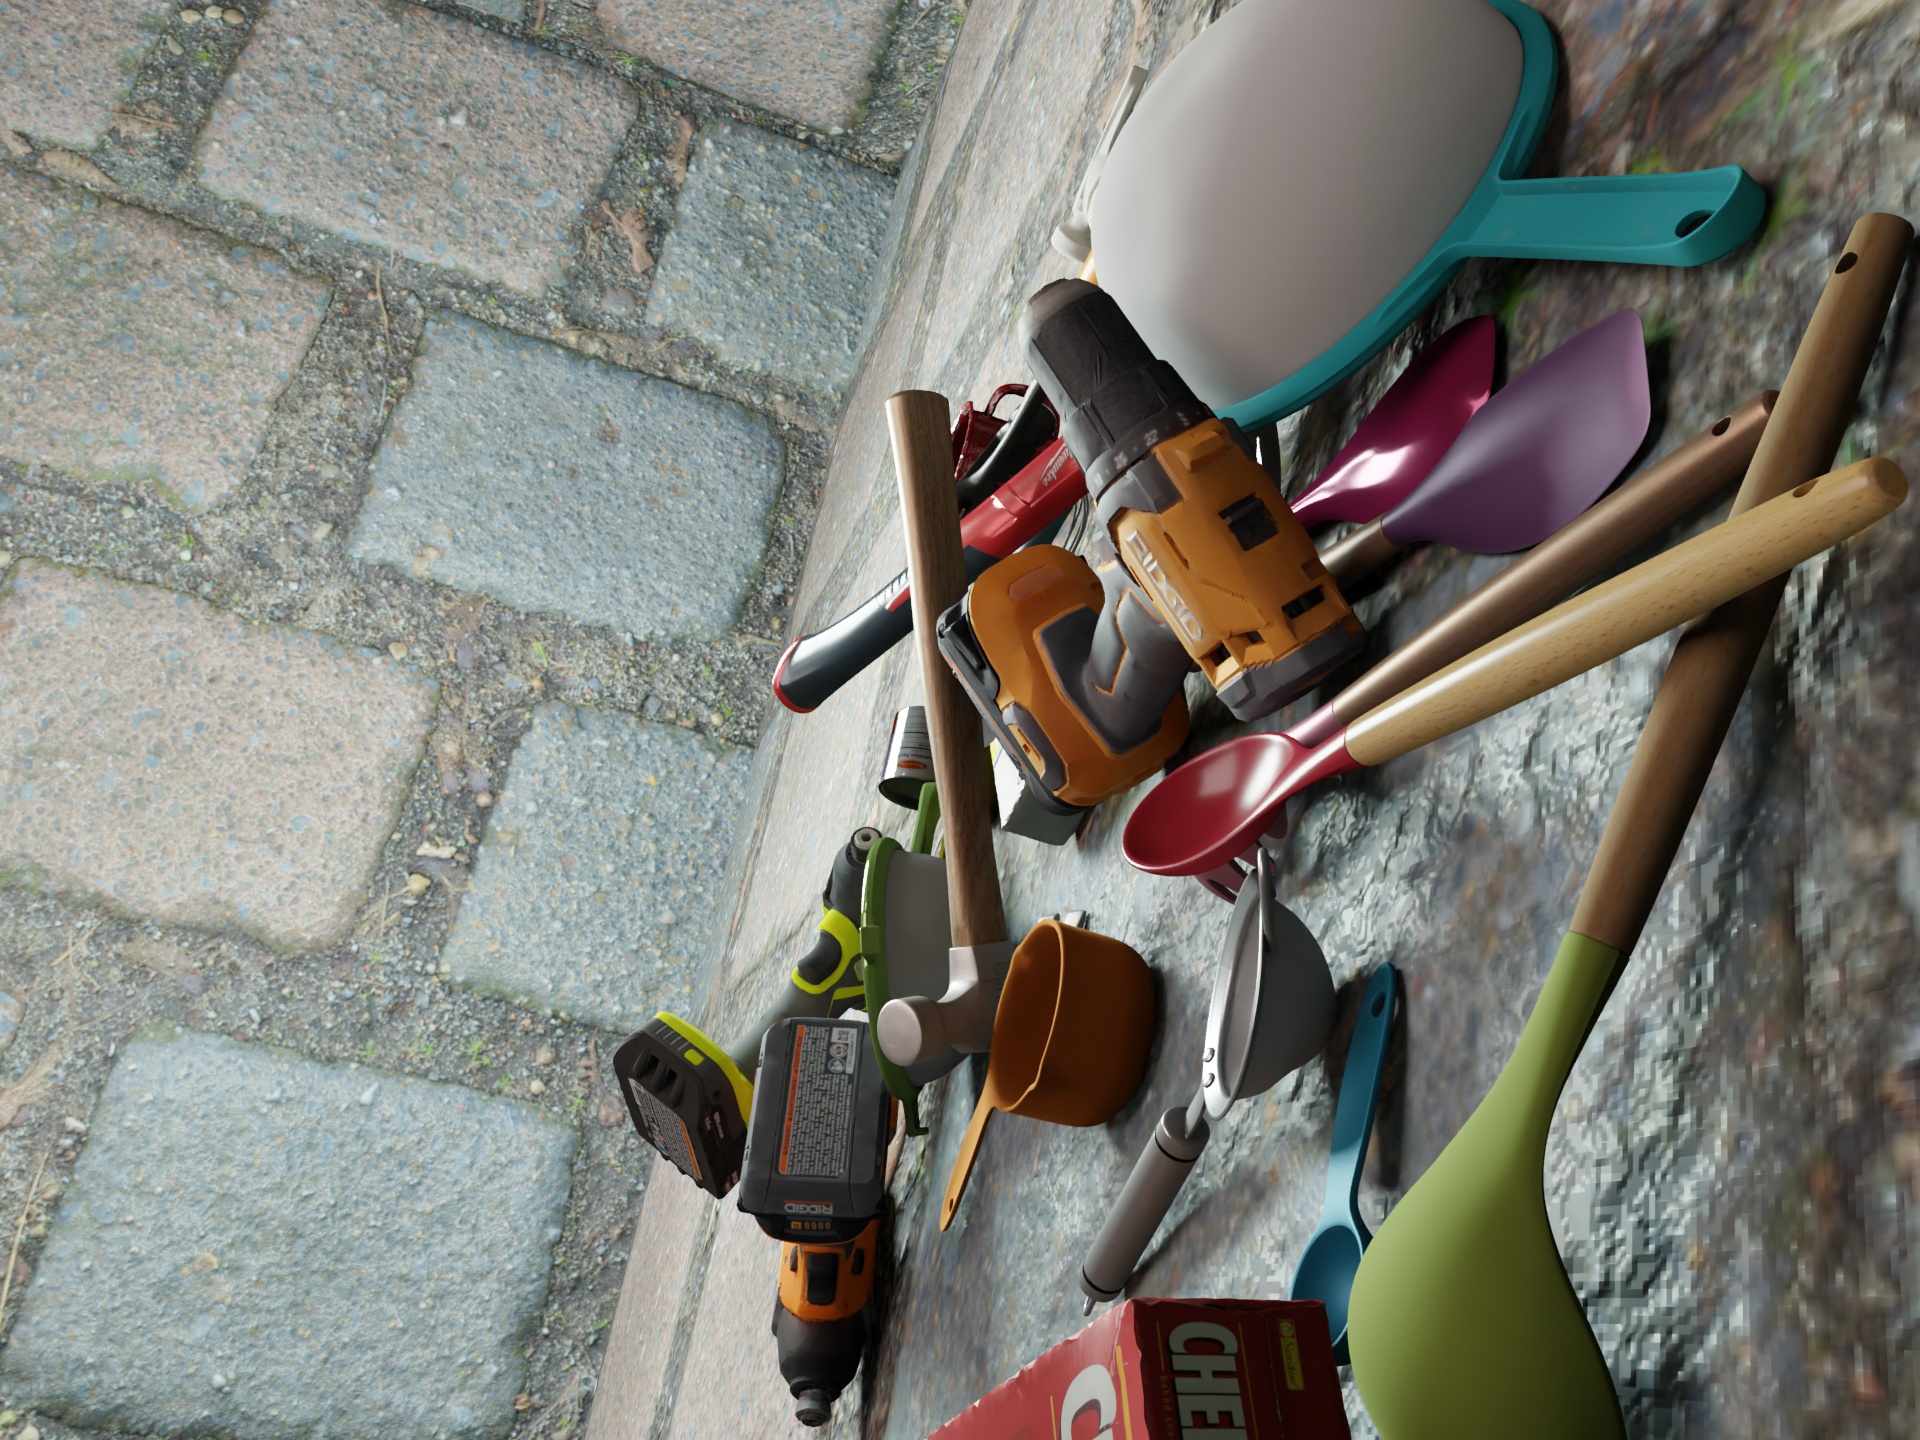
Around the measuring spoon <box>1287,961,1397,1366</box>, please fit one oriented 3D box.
[{"bbox_3d":[0.127,0.134,0.485,0.042,0.021,0.129,-52,15,58],"label":"measuring spoon"}]

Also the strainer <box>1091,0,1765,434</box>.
[{"bbox_3d":[0.139,-0.205,0.576,0.211,0.095,0.341,-55,24,5],"label":"strainer"}]

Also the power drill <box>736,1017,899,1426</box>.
[{"bbox_3d":[-0.081,0.299,0.939,0.164,0.084,0.226,-87,0,-46],"label":"power drill"}]

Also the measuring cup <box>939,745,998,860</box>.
[{"bbox_3d":[0.004,0.077,1.095,0.062,0.029,0.156,-91,10,-52],"label":"measuring cup"}]

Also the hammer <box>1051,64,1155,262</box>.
[{"bbox_3d":[0.115,-0.306,1.056,0.411,0.038,0.146,-91,22,-52],"label":"hammer"}]

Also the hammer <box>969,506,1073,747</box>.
[{"bbox_3d":[0.068,-0.146,0.893,0.331,0.033,0.128,-60,24,23],"label":"hammer"}]

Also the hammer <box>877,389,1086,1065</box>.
[{"bbox_3d":[-0.001,-0.003,0.798,0.031,0.130,0.331,-12,82,43],"label":"hammer"}]

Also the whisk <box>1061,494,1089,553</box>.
[{"bbox_3d":[0.037,-0.064,1.070,0.055,0.055,0.239,-104,28,-67],"label":"whisk"}]

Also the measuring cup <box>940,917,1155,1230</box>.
[{"bbox_3d":[0.039,0.174,0.730,0.095,0.052,0.173,-99,26,-63],"label":"measuring cup"}]

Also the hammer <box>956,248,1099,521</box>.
[{"bbox_3d":[0.061,-0.223,0.932,0.127,0.034,0.336,-53,-1,-27],"label":"hammer"}]

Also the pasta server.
[{"bbox_3d":[0.153,-0.012,0.531,0.316,0.040,0.060,133,151,-56],"label":"pasta server"}]

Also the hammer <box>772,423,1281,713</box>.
[{"bbox_3d":[0.015,-0.085,0.864,0.386,0.038,0.143,-36,56,42],"label":"hammer"}]

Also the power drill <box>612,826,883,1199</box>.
[{"bbox_3d":[-0.109,0.178,1.015,0.223,0.080,0.171,-44,-30,-31],"label":"power drill"}]

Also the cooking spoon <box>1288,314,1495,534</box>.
[{"bbox_3d":[0.136,-0.078,0.699,0.319,0.017,0.069,134,150,-64],"label":"cooking spoon"}]

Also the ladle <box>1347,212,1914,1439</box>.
[{"bbox_3d":[0.171,0.033,0.377,0.320,0.062,0.078,-67,15,-3],"label":"ladle"}]

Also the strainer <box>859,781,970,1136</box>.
[{"bbox_3d":[-0.005,0.112,0.955,0.257,0.069,0.151,-81,-17,-58],"label":"strainer"}]

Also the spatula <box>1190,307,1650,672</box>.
[{"bbox_3d":[0.153,-0.062,0.605,0.316,0.018,0.060,142,131,-69],"label":"spatula"}]

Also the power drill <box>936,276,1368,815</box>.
[{"bbox_3d":[0.060,-0.065,0.681,0.084,0.185,0.226,-30,-7,-23],"label":"power drill"}]

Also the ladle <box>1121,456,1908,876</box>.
[{"bbox_3d":[0.130,-0.003,0.453,0.069,0.031,0.315,-50,4,-26],"label":"ladle"}]

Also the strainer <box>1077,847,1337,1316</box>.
[{"bbox_3d":[0.086,0.146,0.583,0.087,0.050,0.258,-76,4,-53],"label":"strainer"}]
